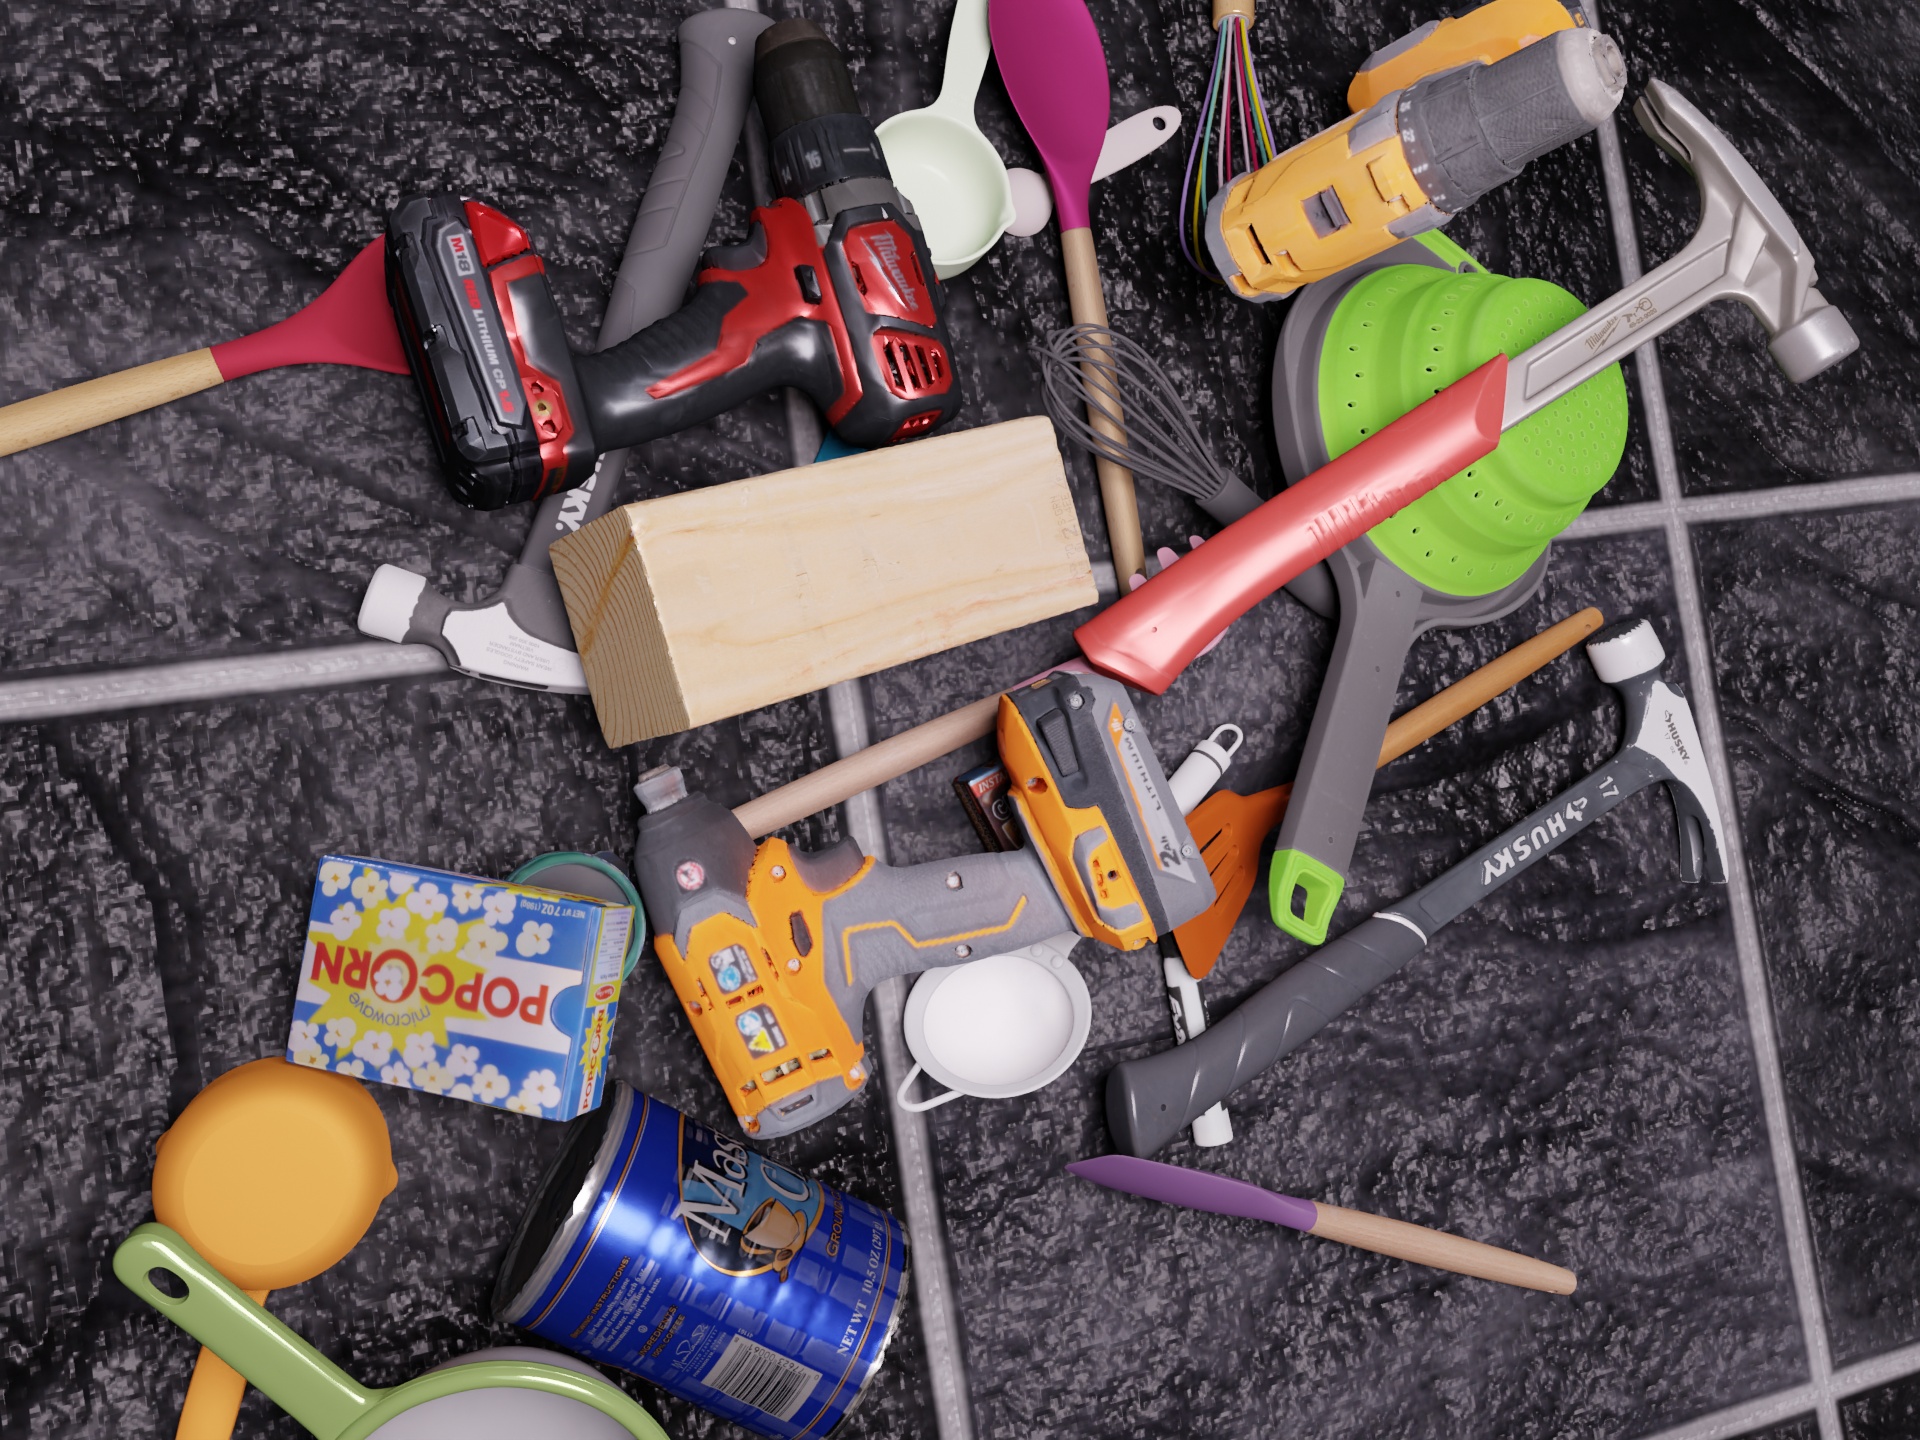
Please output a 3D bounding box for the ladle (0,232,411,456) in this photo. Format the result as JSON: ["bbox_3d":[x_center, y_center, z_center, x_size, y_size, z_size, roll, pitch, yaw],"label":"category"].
[{"bbox_3d":[-0.334,-0.139,0.659,0.315,0.031,0.069,-23,84,-17],"label":"ladle"}]

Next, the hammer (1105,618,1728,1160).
[{"bbox_3d":[0.238,0.101,0.807,0.409,0.036,0.149,-29,96,-21],"label":"hammer"}]

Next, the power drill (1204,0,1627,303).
[{"bbox_3d":[0.235,-0.283,0.742,0.226,0.185,0.084,-45,110,-42],"label":"power drill"}]

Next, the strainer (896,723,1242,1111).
[{"bbox_3d":[0.061,0.094,0.759,0.087,0.050,0.258,29,65,31],"label":"strainer"}]

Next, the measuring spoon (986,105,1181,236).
[{"bbox_3d":[0.067,-0.284,0.805,0.124,0.018,0.034,-34,96,-18],"label":"measuring spoon"}]

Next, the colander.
[{"bbox_3d":[0.235,-0.081,0.766,0.204,0.094,0.397,30,68,-24],"label":"colander"}]

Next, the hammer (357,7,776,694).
[{"bbox_3d":[-0.143,-0.171,0.720,0.146,0.035,0.335,19,79,-15],"label":"hammer"}]

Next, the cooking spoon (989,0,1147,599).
[{"bbox_3d":[0.060,-0.215,0.784,0.068,0.017,0.319,-12,94,-34],"label":"cooking spoon"}]

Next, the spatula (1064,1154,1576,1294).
[{"bbox_3d":[0.186,0.246,0.773,0.315,0.060,0.018,21,59,-25],"label":"spatula"}]

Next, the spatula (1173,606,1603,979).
[{"bbox_3d":[0.222,0.017,0.817,0.322,0.041,0.081,-29,115,-20],"label":"spatula"}]

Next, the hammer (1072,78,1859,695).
[{"bbox_3d":[0.204,-0.131,0.713,0.359,0.036,0.149,-32,81,3],"label":"hammer"}]

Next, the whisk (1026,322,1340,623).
[{"bbox_3d":[0.122,-0.113,0.780,0.238,0.055,0.055,35,75,-27],"label":"whisk"}]

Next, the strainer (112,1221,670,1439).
[{"bbox_3d":[-0.218,0.272,0.628,0.151,0.069,0.256,-43,104,3],"label":"strainer"}]

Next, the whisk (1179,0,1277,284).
[{"bbox_3d":[0.145,-0.342,0.825,0.051,0.047,0.245,4,81,-16],"label":"whisk"}]

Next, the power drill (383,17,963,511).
[{"bbox_3d":[-0.121,-0.193,0.672,0.226,0.080,0.188,-17,90,-22],"label":"power drill"}]

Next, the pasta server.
[{"bbox_3d":[-0.001,-0.002,0.747,0.316,0.060,0.040,-24,48,-12],"label":"pasta server"}]

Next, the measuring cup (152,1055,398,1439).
[{"bbox_3d":[-0.283,0.222,0.628,0.095,0.052,0.174,15,79,-16],"label":"measuring cup"}]

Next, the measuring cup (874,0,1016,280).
[{"bbox_3d":[-0.008,-0.292,0.774,0.083,0.038,0.168,16,76,-16],"label":"measuring cup"}]

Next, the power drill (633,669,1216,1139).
[{"bbox_3d":[-0.024,0.060,0.685,0.226,0.084,0.164,-25,96,-2],"label":"power drill"}]

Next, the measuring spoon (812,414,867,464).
[{"bbox_3d":[-0.061,-0.113,0.746,0.042,0.021,0.129,28,78,-14],"label":"measuring spoon"}]
